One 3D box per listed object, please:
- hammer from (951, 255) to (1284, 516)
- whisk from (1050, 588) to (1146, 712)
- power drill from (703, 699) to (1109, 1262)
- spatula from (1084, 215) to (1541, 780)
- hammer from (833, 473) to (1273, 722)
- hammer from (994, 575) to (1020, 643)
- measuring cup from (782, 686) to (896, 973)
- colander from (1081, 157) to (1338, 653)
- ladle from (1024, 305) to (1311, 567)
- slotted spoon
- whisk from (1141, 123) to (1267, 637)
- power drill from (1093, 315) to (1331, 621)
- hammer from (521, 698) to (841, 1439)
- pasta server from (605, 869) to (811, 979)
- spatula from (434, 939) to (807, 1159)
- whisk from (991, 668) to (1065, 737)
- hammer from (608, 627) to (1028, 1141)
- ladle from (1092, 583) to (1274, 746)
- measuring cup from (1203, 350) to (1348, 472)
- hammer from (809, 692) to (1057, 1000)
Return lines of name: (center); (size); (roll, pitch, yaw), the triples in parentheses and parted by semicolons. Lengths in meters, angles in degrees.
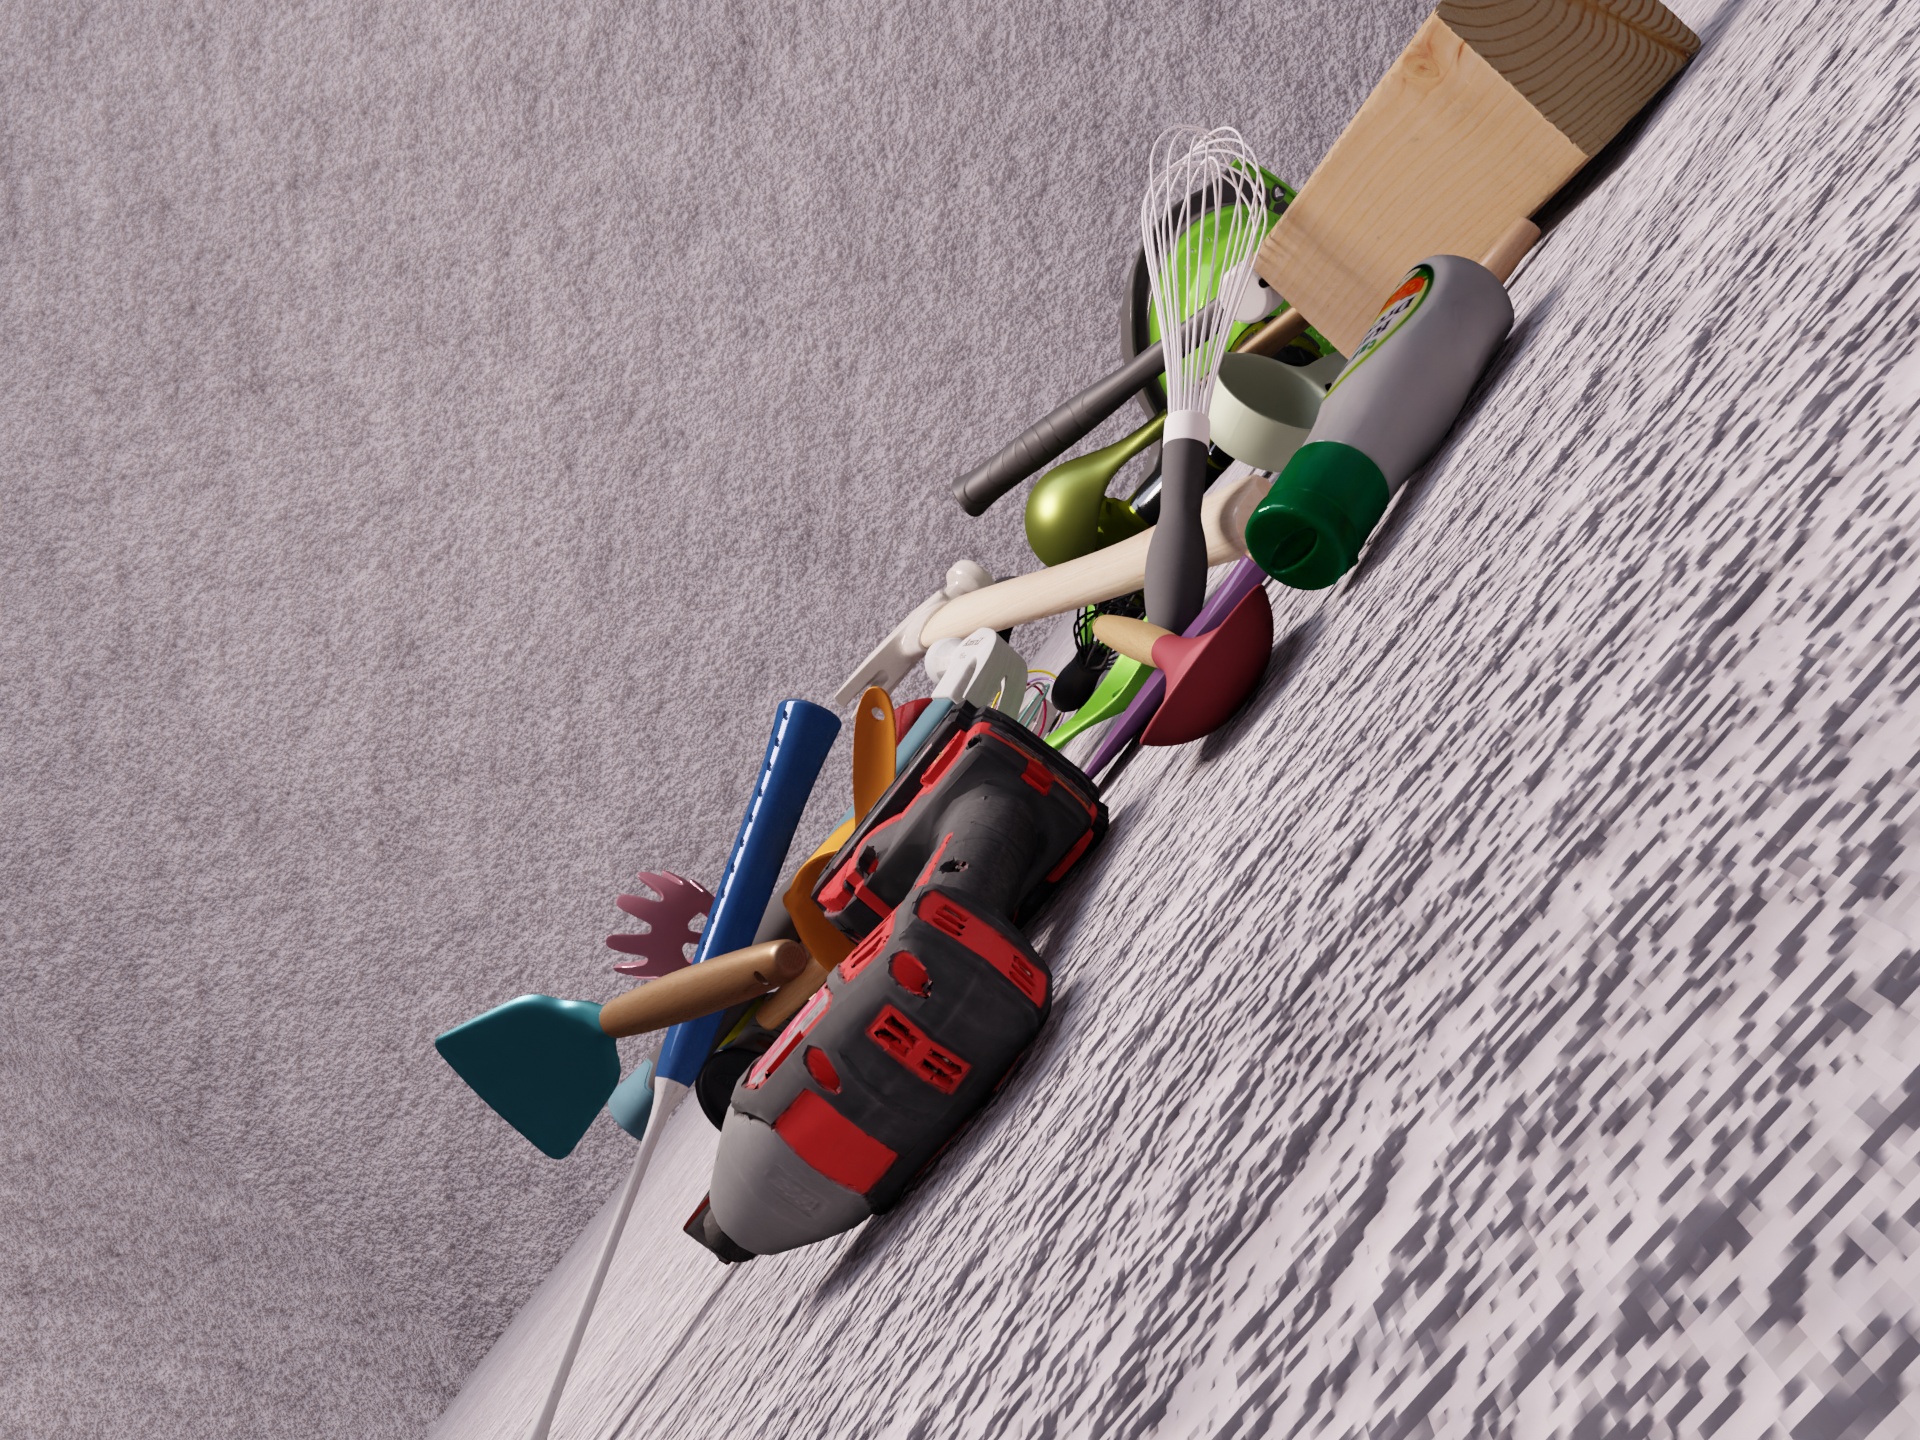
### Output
hammer: (0.104, -0.214, 1.010); (0.335, 0.035, 0.146); (-29, 10, 48)
whisk: (0.090, -0.043, 1.067); (0.055, 0.055, 0.239); (-52, -3, -15)
power drill: (-0.019, 0.089, 0.557); (0.143, 0.078, 0.220); (-51, 4, 22)
spatula: (0.150, -0.091, 0.715); (0.316, 0.018, 0.060); (-52, -9, 12)
hammer: (0.050, -0.071, 0.952); (0.146, 0.038, 0.411); (-48, 15, -22)
hammer: (-0.002, -0.003, 1.049); (0.149, 0.036, 0.409); (-26, 19, 22)
measuring cup: (-0.031, 0.050, 0.751); (0.052, 0.095, 0.173); (-49, -32, -53)
colander: (0.199, -0.230, 1.223); (0.095, 0.204, 0.397); (25, 93, 55)
ladle: (0.163, -0.203, 1.008); (0.320, 0.062, 0.078); (-37, 42, 26)
slotted spoon: (0.007, 0.052, 0.825); (0.314, 0.031, 0.070); (-44, 7, 7)
whisk: (0.116, -0.171, 0.790); (0.070, 0.070, 0.285); (130, 147, -71)
power drill: (0.168, -0.171, 1.103); (0.228, 0.080, 0.191); (-49, 11, 21)
hammer: (-0.140, 0.180, 0.743); (0.144, 0.035, 0.406); (125, 165, -70)
pasta server: (-0.112, 0.134, 0.975); (0.316, 0.040, 0.060); (25, -102, -68)
spatula: (-0.133, 0.124, 0.625); (0.044, 0.082, 0.317); (-48, 10, -32)
whisk: (0.002, 0.065, 1.199); (0.245, 0.047, 0.051); (-56, 18, -8)
hammer: (-0.074, 0.081, 0.854); (0.331, 0.033, 0.128); (-52, 17, -14)
ladle: (0.081, -0.030, 0.668); (0.069, 0.031, 0.315); (-52, 6, 4)
measuring cup: (0.199, -0.188, 0.935); (0.167, 0.083, 0.038); (-30, -27, -47)
hammer: (-0.027, 0.111, 1.274); (0.331, 0.031, 0.130); (-53, 1, -13)
